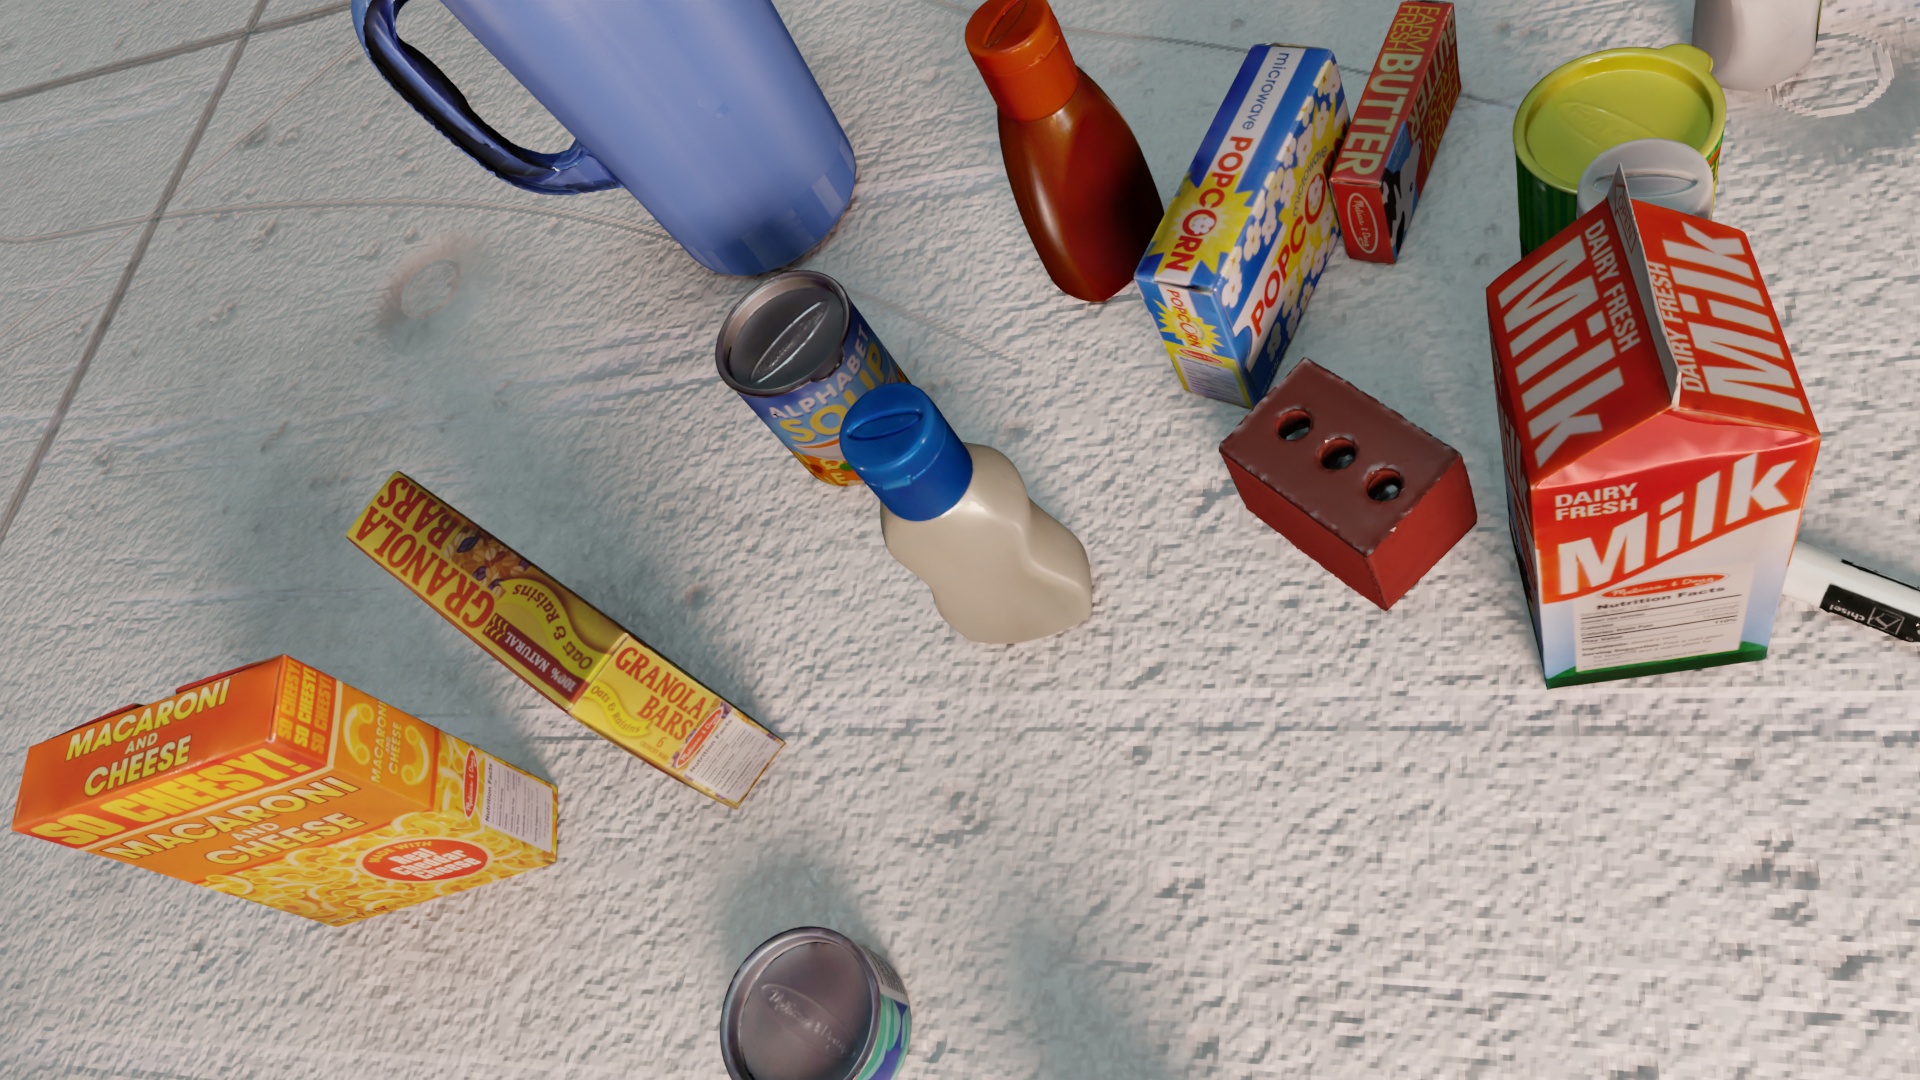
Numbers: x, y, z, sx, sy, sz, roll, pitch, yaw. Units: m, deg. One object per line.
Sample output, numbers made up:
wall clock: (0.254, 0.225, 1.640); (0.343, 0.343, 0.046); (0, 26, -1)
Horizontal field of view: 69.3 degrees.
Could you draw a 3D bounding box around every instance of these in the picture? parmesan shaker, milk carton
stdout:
parmesan shaker: (0.245, -0.122, 0.515); (0.071, 0.102, 0.071); (-11, 59, 19)
milk carton: (0.207, -0.026, 0.424); (0.073, 0.190, 0.072); (-11, 59, 19)

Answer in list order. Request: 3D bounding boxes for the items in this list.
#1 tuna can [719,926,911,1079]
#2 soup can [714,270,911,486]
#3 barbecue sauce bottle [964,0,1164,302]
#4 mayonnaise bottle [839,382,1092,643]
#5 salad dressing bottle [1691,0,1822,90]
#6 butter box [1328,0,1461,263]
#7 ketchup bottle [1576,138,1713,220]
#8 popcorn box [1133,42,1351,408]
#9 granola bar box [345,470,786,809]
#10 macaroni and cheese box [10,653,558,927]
tuna can: (-0.055, 0.183, 0.520); (0.071, 0.032, 0.071); (-11, 59, 19)
soup can: (-0.061, -0.071, 0.635); (0.071, 0.083, 0.071); (-11, 59, 19)
barbecue sauce bottle: (0.045, -0.170, 0.604); (0.044, 0.148, 0.065); (28, 77, 34)
mayonnaise bottle: (0.002, -0.007, 0.531); (0.064, 0.147, 0.041); (-13, 59, 18)
salad dressing bottle: (0.306, -0.238, 0.526); (0.044, 0.147, 0.064); (-9, 60, 20)
butter box: (0.190, -0.177, 0.602); (0.024, 0.053, 0.104); (14, 69, 30)
ketchup bottle: (0.227, -0.070, 0.466); (0.065, 0.148, 0.044); (6, 66, 27)
popcorn box: (0.125, -0.132, 0.586); (0.038, 0.085, 0.127); (18, 71, 31)
granola bar box: (-0.169, 0.044, 0.594); (0.166, 0.124, 0.039); (28, 77, 34)
macaroni and cheese box: (-0.269, 0.110, 0.576); (0.123, 0.166, 0.040); (-19, 57, 14)
